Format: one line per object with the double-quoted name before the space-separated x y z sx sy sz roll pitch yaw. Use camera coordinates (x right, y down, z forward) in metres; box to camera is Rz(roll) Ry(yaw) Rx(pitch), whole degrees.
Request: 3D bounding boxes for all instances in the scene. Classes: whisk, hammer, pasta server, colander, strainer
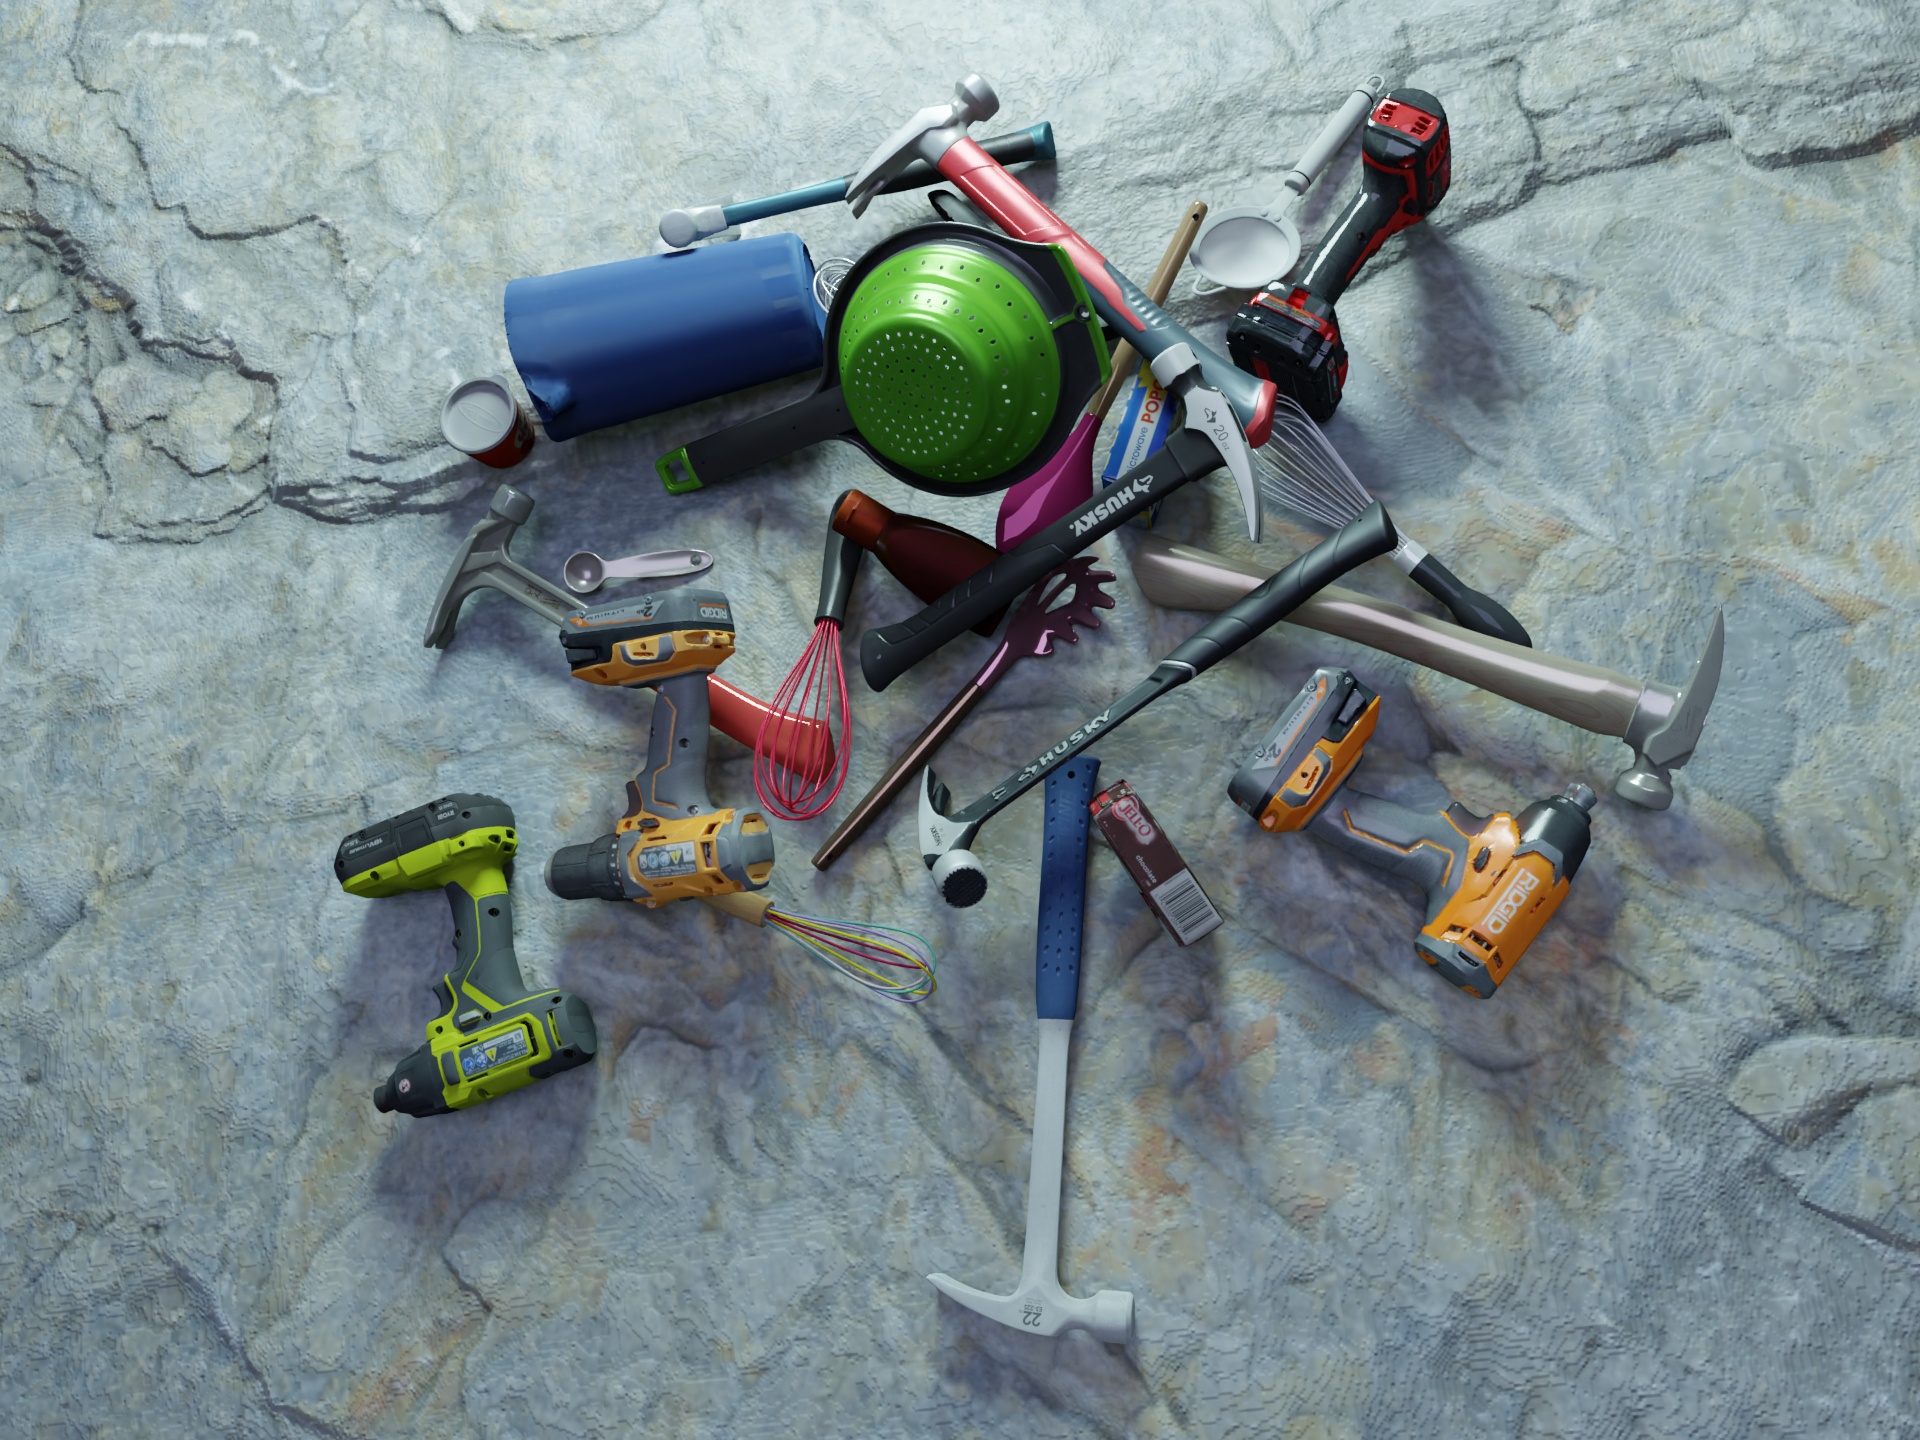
"whisk" -0.013 -0.283 1.249 0.246 0.059 0.058 35 53 -1
"hammer" -0.258 -0.042 1.260 0.359 0.036 0.149 30 97 13
"pasta server" -0.002 -0.004 1.208 0.316 0.040 0.060 -48 116 -1
"hammer" 0.063 -0.117 1.151 0.334 0.035 0.146 -33 82 20
"colander" -0.088 -0.230 1.191 0.397 0.094 0.204 -15 110 28
"hammer" 0.062 0.225 1.141 0.144 0.035 0.406 2 77 11
"hammer" 0.080 -0.325 1.184 0.143 0.038 0.386 -43 71 0
"whisk" -0.126 0.150 1.192 0.245 0.047 0.051 20 82 18
"whisk" -0.104 -0.057 1.206 0.073 0.073 0.296 2 60 11
"strainer" 0.263 -0.417 1.258 0.087 0.050 0.258 33 79 23
"hammer" -0.081 -0.439 1.303 0.331 0.128 0.033 -14 109 -2
"whisk" 0.308 -0.142 1.175 0.285 0.070 0.070 42 87 12
"hammer" 0.137 -0.025 1.130 0.409 0.149 0.036 -36 117 4
"hammer" 0.322 -0.071 1.140 0.411 0.038 0.146 20 109 18

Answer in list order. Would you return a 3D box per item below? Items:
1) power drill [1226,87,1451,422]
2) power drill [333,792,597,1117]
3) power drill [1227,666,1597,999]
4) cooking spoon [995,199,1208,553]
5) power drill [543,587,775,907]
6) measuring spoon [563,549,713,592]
"power drill" 0.292 -0.344 1.189 0.079 0.143 0.219 31 90 20
"power drill" -0.391 0.183 1.219 0.171 0.080 0.223 -21 77 5
"power drill" 0.320 0.062 1.110 0.226 0.084 0.164 38 86 12
"cooking spoon" 0.115 -0.258 1.231 0.068 0.017 0.319 27 90 -9
"power drill" -0.241 0.027 1.190 0.185 0.084 0.226 -10 87 23
"measuring spoon" -0.262 -0.125 1.302 0.124 0.018 0.034 -5 86 3
